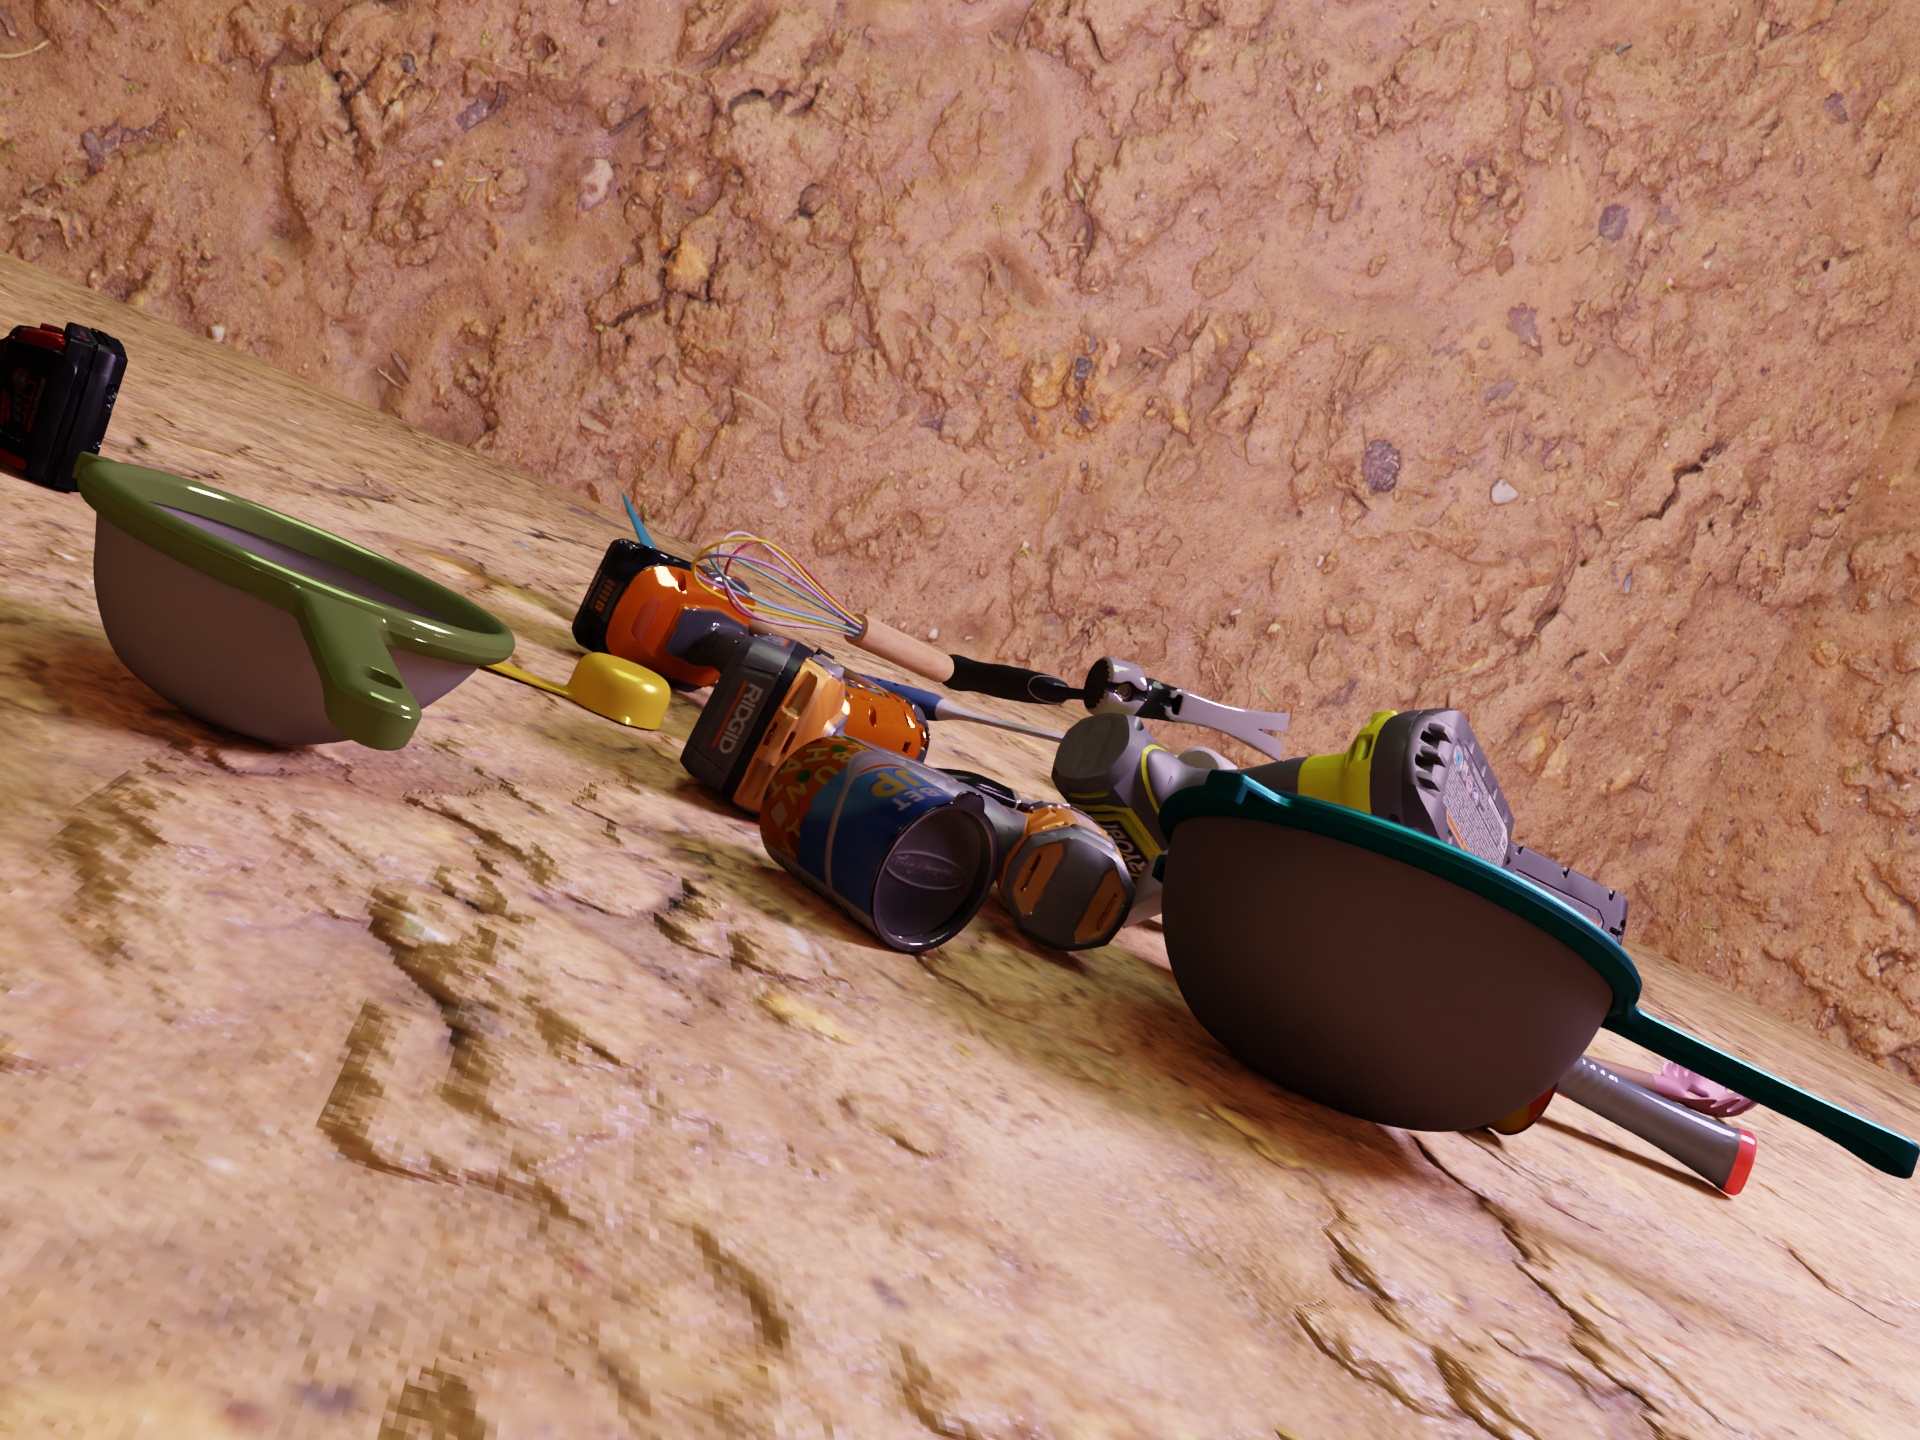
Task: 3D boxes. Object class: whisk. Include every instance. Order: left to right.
[{"bbox_3d":[-0.078,-0.067,1.021,0.051,0.047,0.244,37,8,38],"label":"whisk"}]

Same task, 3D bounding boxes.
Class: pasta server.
[{"bbox_3d":[0.478,0.248,1.129,0.316,0.040,0.060,18,18,-37],"label":"pasta server"}]

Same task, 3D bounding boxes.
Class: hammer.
[{"bbox_3d":[-0.002,-0.004,1.135,0.405,0.035,0.144,14,0,17],"label":"hammer"},{"bbox_3d":[0.077,-0.021,1.139,0.149,0.036,0.409,14,0,-22],"label":"hammer"},{"bbox_3d":[0.276,0.170,0.890,0.386,0.038,0.143,29,-26,-11],"label":"hammer"}]

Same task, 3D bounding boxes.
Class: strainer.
[{"bbox_3d":[-0.216,-0.015,0.515,0.151,0.069,0.257,23,5,-32],"label":"strainer"},{"bbox_3d":[0.225,0.142,0.670,0.340,0.095,0.211,25,-14,7],"label":"strainer"}]

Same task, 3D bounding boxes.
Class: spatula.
[{"bbox_3d":[-0.146,-0.074,1.139,0.318,0.044,0.082,28,-25,34],"label":"spatula"}]

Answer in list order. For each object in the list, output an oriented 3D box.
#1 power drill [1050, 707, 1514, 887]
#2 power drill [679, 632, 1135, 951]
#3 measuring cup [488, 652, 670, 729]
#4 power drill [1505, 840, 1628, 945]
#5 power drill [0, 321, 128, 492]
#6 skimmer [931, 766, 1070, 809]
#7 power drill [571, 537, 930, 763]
[{"bbox_3d":[0.182,0.063,0.891,0.223,0.080,0.171,-3,-41,38],"label":"power drill"},{"bbox_3d":[-0.020,0.038,0.832,0.226,0.084,0.185,28,3,-2],"label":"power drill"},{"bbox_3d":[-0.231,-0.035,0.872,0.156,0.029,0.062,23,5,-28],"label":"measuring cup"},{"bbox_3d":[0.396,0.160,1.199,0.143,0.078,0.219,26,-15,-2],"label":"power drill"},{"bbox_3d":[-0.551,-0.190,0.796,0.226,0.080,0.188,17,8,-32],"label":"power drill"},{"bbox_3d":[0.078,0.087,1.019,0.363,0.090,0.127,9,1,-30],"label":"skimmer"},{"bbox_3d":[-0.144,-0.035,1.010,0.227,0.084,0.164,32,8,33],"label":"power drill"}]
